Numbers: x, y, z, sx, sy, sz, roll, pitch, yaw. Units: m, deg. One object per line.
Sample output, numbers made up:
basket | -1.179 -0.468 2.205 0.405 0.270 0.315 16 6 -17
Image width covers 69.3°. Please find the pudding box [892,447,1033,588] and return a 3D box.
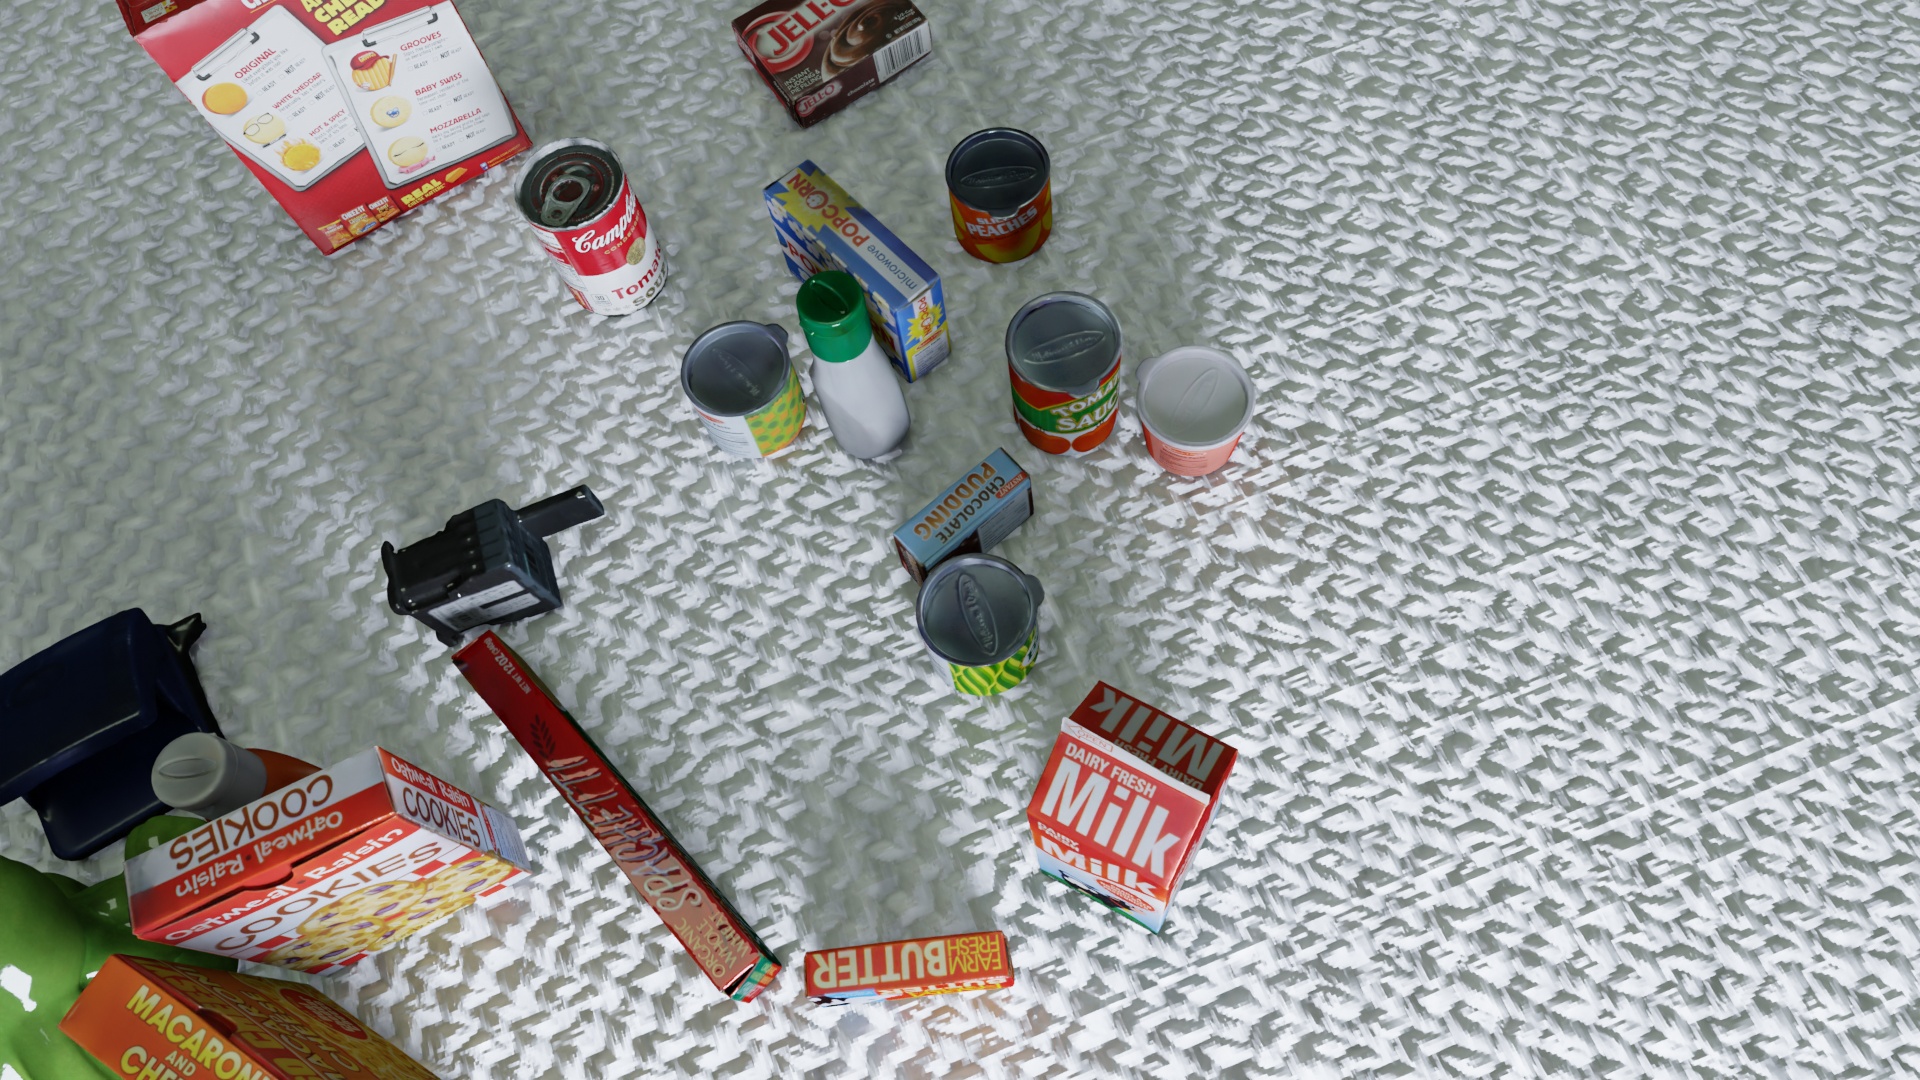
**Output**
pudding box | 0.003 -0.010 0.806 0.084 0.049 0.030 -40 69 -12

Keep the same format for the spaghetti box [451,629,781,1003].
spaghetti box | -0.188 0.147 0.755 0.029 0.050 0.250 -42 69 -12

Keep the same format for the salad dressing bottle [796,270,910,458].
salad dressing bottle | -0.063 -0.099 0.798 0.044 0.147 0.064 -42 70 -12

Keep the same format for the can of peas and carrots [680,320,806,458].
can of peas and carrots | -0.129 -0.093 0.850 0.071 0.058 0.071 -2 67 4

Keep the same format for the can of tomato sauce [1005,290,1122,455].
can of tomato sauce | 0.063 -0.095 0.820 0.071 0.082 0.071 -2 67 4

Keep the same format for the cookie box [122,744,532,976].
cookie box | -0.306 0.165 0.693 0.123 0.166 0.040 -26 67 -6

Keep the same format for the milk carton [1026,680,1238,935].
milk carton | 0.081 0.127 0.663 0.072 0.190 0.073 26 72 15

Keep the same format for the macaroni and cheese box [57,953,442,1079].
macaroni and cheese box | -0.318 0.250 0.658 0.124 0.166 0.040 27 72 16

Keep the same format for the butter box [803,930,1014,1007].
butter box | -0.025 0.218 0.707 0.103 0.053 0.024 -7 66 2

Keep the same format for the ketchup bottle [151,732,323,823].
ketchup bottle | -0.358 0.135 0.721 0.065 0.148 0.044 -7 67 3

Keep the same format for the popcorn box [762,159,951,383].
popcorn box | -0.062 -0.166 0.861 0.038 0.085 0.127 -41 69 -12

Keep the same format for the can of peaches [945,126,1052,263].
can of peaches | 0.026 -0.218 0.891 0.071 0.058 0.071 -2 67 4

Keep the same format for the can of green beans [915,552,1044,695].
can of green beans | 0.011 0.048 0.776 0.071 0.057 0.071 -2 67 4

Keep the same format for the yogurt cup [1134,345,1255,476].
yogurt cup | 0.137 -0.073 0.819 0.072 0.053 0.072 -2 67 4
